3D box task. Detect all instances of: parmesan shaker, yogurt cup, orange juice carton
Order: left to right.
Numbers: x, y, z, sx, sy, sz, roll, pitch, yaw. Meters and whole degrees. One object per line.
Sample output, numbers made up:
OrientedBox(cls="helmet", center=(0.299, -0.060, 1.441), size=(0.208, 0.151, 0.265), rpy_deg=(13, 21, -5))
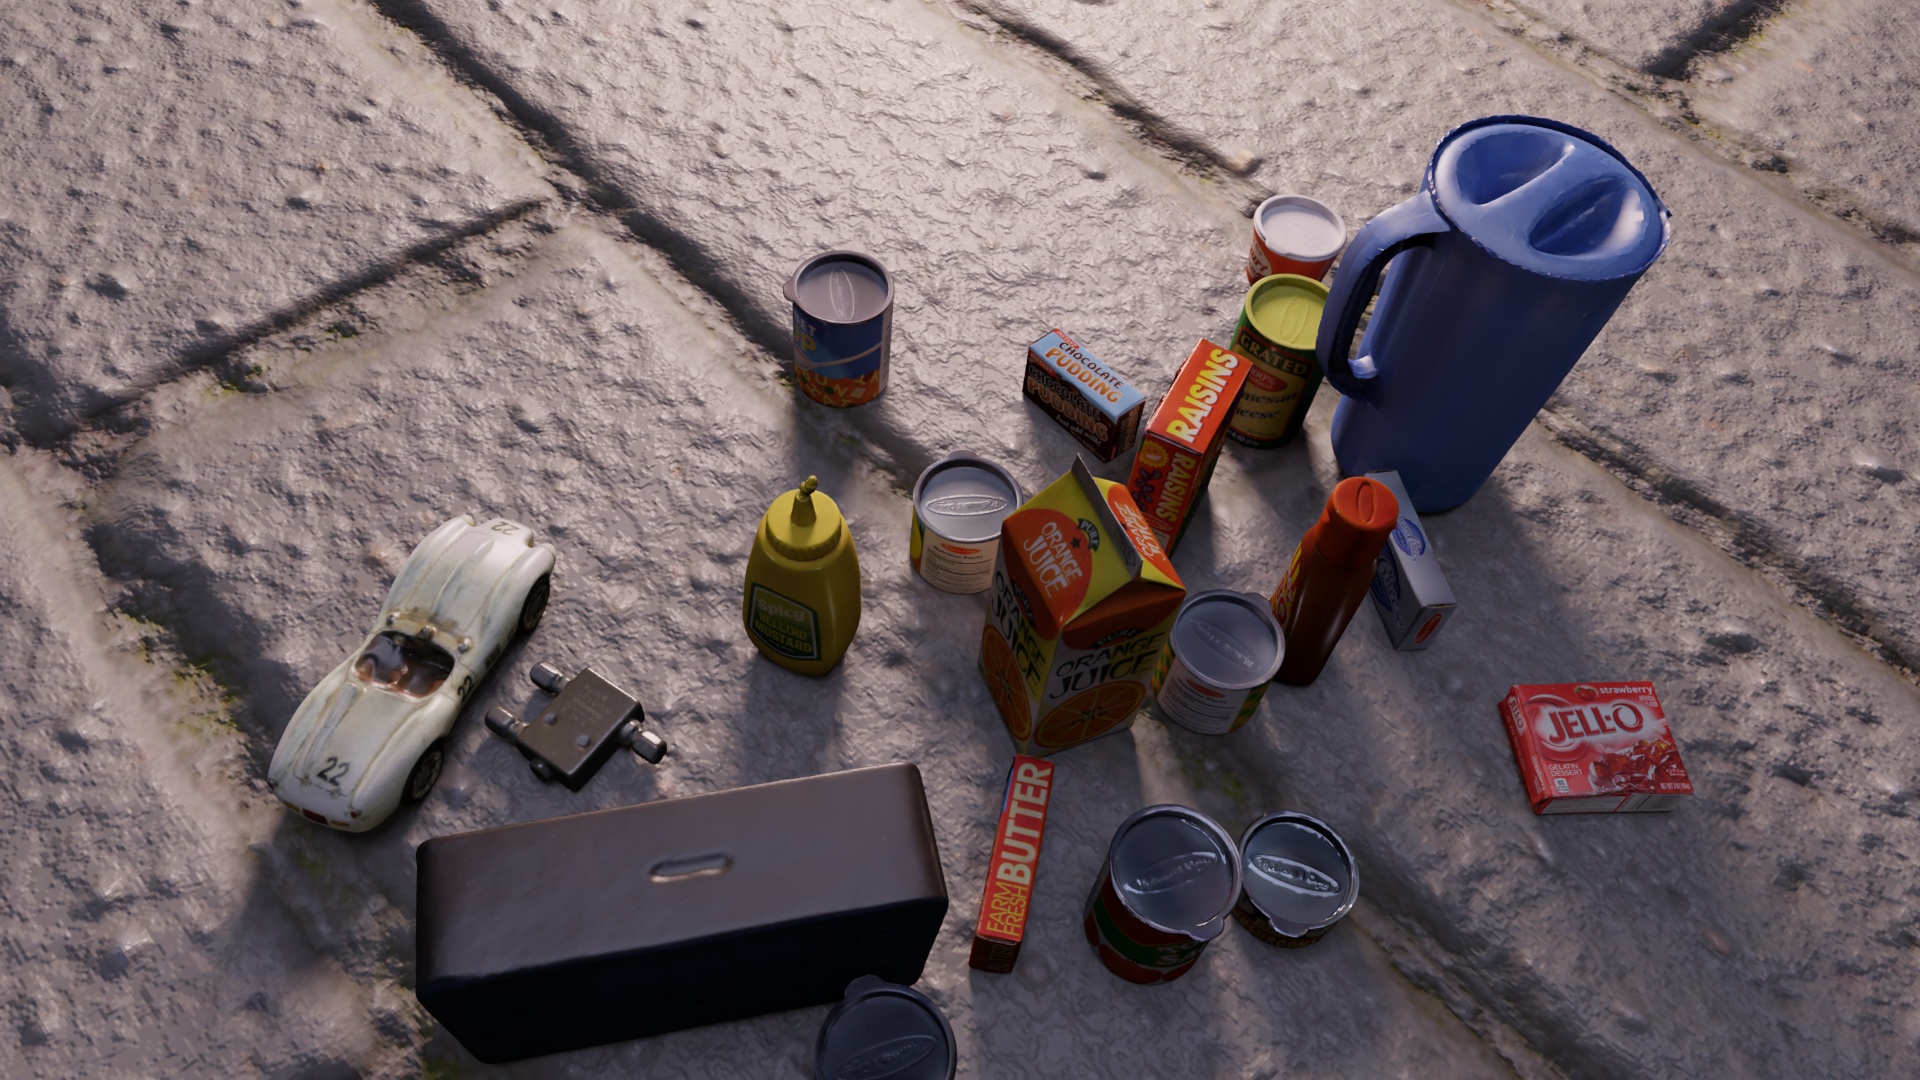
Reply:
OrientedBox(cls="orange juice carton", center=(0.063, 0.037, 0.741), size=(0.073, 0.191, 0.072), rpy_deg=(-16, 58, -16))
OrientedBox(cls="parmesan shaker", center=(0.211, -0.115, 0.919), size=(0.071, 0.102, 0.071), rpy_deg=(3, 55, -4))
OrientedBox(cls="yogurt cup", center=(0.243, -0.212, 1.021), size=(0.072, 0.053, 0.073), rpy_deg=(3, 55, -4))

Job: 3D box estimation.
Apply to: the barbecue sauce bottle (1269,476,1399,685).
OrientedBox(cls="barbecue sauce bottle", center=(0.209, 0.022, 0.794), size=(0.044, 0.147, 0.065), rpy_deg=(12, 55, 3))

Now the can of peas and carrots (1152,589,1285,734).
OrientedBox(cls="can of peas and carrots", center=(0.150, 0.070, 0.809), size=(0.071, 0.058, 0.071), rpy_deg=(3, 55, -4))

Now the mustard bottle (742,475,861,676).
OrientedBox(cls="mustard bottle", center=(-0.087, 0.016, 0.760), size=(0.065, 0.159, 0.049), rpy_deg=(22, 56, 10))

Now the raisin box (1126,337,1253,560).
OrientedBox(cls="raisin box", center=(0.134, -0.050, 0.852), size=(0.040, 0.122, 0.086), rpy_deg=(26, 57, 12))

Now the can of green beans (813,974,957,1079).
OrientedBox(cls="can of green beans", center=(-0.036, 0.252, 0.661), size=(0.071, 0.057, 0.071), rpy_deg=(3, 55, -4))

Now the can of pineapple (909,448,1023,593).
OrientedBox(cls="can of pineapple", center=(0.003, -0.011, 0.851), size=(0.071, 0.057, 0.071), rpy_deg=(3, 55, -4))

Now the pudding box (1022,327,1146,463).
OrientedBox(cls="pudding box", center=(0.081, -0.097, 0.925), size=(0.030, 0.049, 0.084), rpy_deg=(-35, 65, -26))

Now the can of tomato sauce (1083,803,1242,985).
OrientedBox(cls="can of tomato sauce", center=(0.103, 0.184, 0.709), size=(0.071, 0.082, 0.071), rpy_deg=(3, 55, -4))

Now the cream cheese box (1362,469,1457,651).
OrientedBox(cls="cream cheese box", center=(0.271, 0.012, 0.866), size=(0.024, 0.053, 0.104), rpy_deg=(-6, 56, -10))

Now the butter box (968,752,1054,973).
OrientedBox(cls="butter box", center=(0.027, 0.170, 0.729), size=(0.024, 0.052, 0.104), rpy_deg=(12, 55, 3))

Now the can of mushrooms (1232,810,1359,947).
OrientedBox(cls="can of mushrooms", center=(0.176, 0.184, 0.746), size=(0.071, 0.033, 0.071), rpy_deg=(3, 55, -4))

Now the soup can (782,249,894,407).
OrientedBox(cls="soup can", center=(-0.081, -0.138, 0.916), size=(0.071, 0.083, 0.072), rpy_deg=(3, 55, -4))
